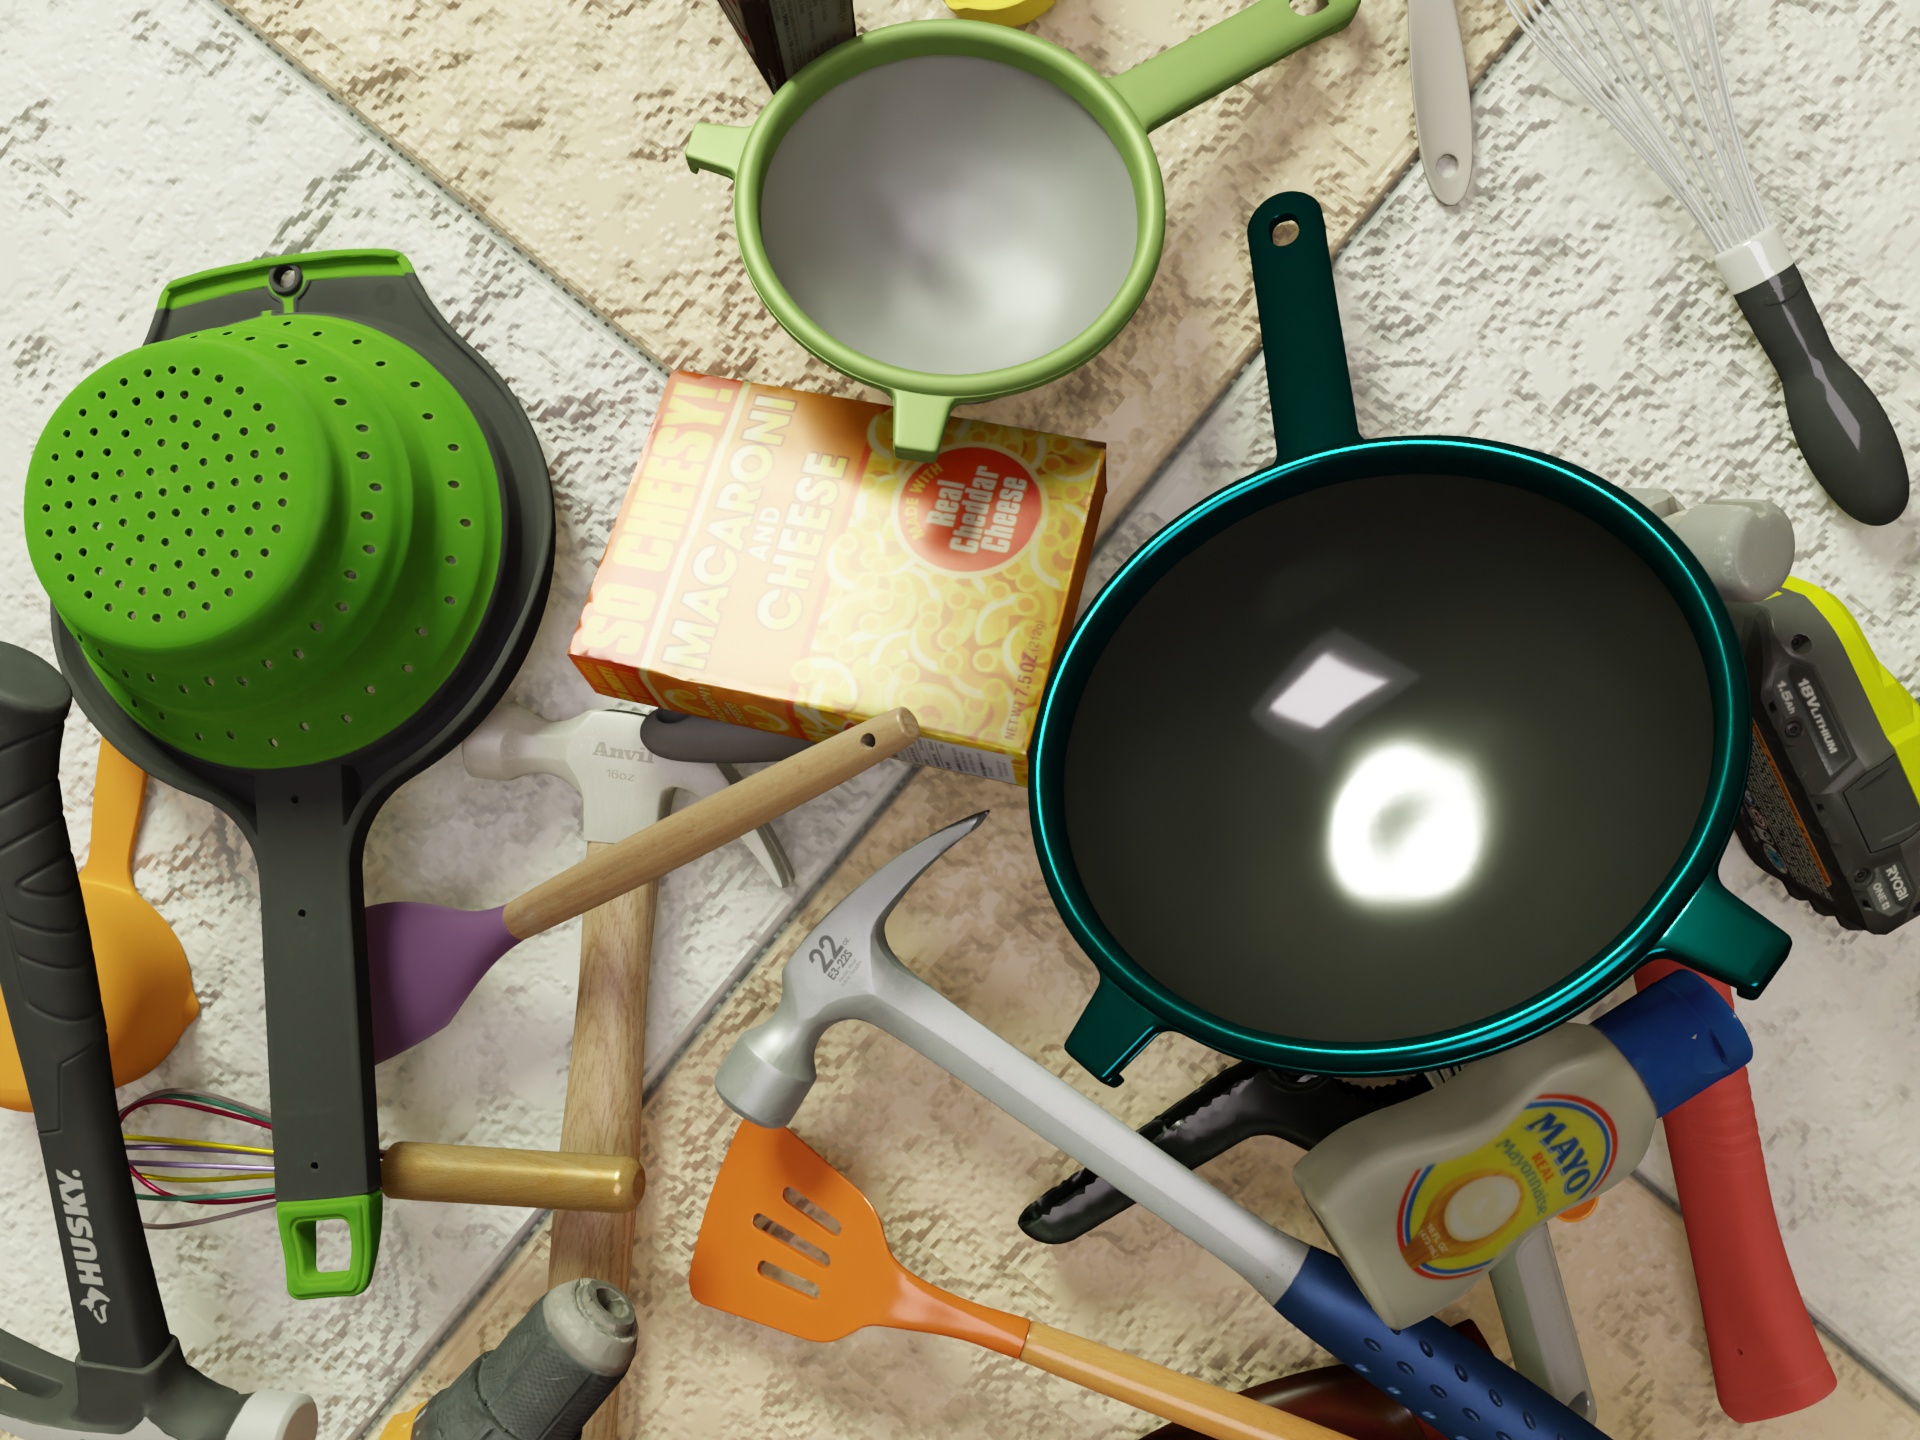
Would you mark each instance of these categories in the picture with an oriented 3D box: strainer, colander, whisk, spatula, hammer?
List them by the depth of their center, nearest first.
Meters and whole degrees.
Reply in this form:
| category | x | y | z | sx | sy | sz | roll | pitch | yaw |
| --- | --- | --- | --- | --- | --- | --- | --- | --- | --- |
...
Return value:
| category | x | y | z | sx | sy | sz | roll | pitch | yaw |
| --- | --- | --- | --- | --- | --- | --- | --- | --- | --- |
| strainer | 0.135 | -0.034 | 0.538 | 0.211 | 0.095 | 0.341 | -13 | 55 | 21 |
| colander | -0.252 | 0.009 | 0.565 | 0.204 | 0.094 | 0.397 | -6 | 83 | 6 |
| hammer | 0.112 | 0.187 | 0.569 | 0.405 | 0.035 | 0.144 | 34 | 96 | 7 |
| whisk | 0.191 | 0.153 | 0.573 | 0.058 | 0.059 | 0.246 | -24 | 102 | -26 |
| hammer | -0.325 | 0.132 | 0.573 | 0.146 | 0.035 | 0.334 | 4 | 111 | 9 |
| whisk | 0.270 | -0.194 | 0.574 | 0.070 | 0.070 | 0.284 | -30 | 96 | 5 |
| hammer | 0.253 | 0.092 | 0.577 | 0.036 | 0.149 | 0.359 | -22 | 105 | -22 |
| spatula | -0.146 | 0.063 | 0.585 | 0.316 | 0.018 | 0.060 | -26 | 82 | 25 |
| strainer | 0.039 | -0.199 | 0.589 | 0.256 | 0.069 | 0.151 | -33 | 77 | -12 |
| whisk | -0.001 | -0.001 | 0.595 | 0.239 | 0.055 | 0.055 | -4 | 94 | 0 |
| spatula | 0.048 | 0.240 | 0.604 | 0.322 | 0.041 | 0.081 | 18 | 88 | 7 |
| whisk | -0.239 | 0.174 | 0.622 | 0.245 | 0.051 | 0.047 | 0 | 117 | 12 |
| hammer | -0.140 | 0.161 | 0.633 | 0.130 | 0.031 | 0.331 | 6 | 94 | 4 |

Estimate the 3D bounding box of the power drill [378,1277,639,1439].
| category | x | y | z | sx | sy | sz | roll | pitch | yaw |
| --- | --- | --- | --- | --- | --- | --- | --- | --- | --- |
| power drill | -0.123 | 0.328 | 0.598 | 0.226 | 0.084 | 0.185 | 38 | 95 | -12 |

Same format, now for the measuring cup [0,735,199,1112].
| category | x | y | z | sx | sy | sz | roll | pitch | yaw |
| --- | --- | --- | --- | --- | --- | --- | --- | --- | --- |
| measuring cup | -0.353 | 0.070 | 0.628 | 0.095 | 0.052 | 0.173 | 13 | 96 | 3 |

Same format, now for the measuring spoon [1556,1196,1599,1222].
| category | x | y | z | sx | sy | sz | roll | pitch | yaw |
| --- | --- | --- | --- | --- | --- | --- | --- | --- | --- |
| measuring spoon | 0.216 | 0.130 | 0.589 | 0.021 | 0.011 | 0.117 | -14 | 97 | -3 |

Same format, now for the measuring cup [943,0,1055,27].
| category | x | y | z | sx | sy | sz | roll | pitch | yaw |
| --- | --- | --- | --- | --- | --- | --- | --- | --- | --- |
| measuring cup | -0.026 | -0.312 | 0.602 | 0.156 | 0.029 | 0.062 | 32 | 96 | 13 |

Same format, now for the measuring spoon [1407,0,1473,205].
| category | x | y | z | sx | sy | sz | roll | pitch | yaw |
| --- | --- | --- | --- | --- | --- | --- | --- | --- | --- |
| measuring spoon | 0.175 | -0.256 | 0.596 | 0.034 | 0.018 | 0.124 | -9 | 100 | 4 |

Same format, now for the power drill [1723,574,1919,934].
| category | x | y | z | sx | sy | sz | roll | pitch | yaw |
| --- | --- | --- | --- | --- | --- | --- | --- | --- | --- |
| power drill | 0.372 | -0.040 | 0.555 | 0.223 | 0.080 | 0.171 | -31 | 104 | 3 |
